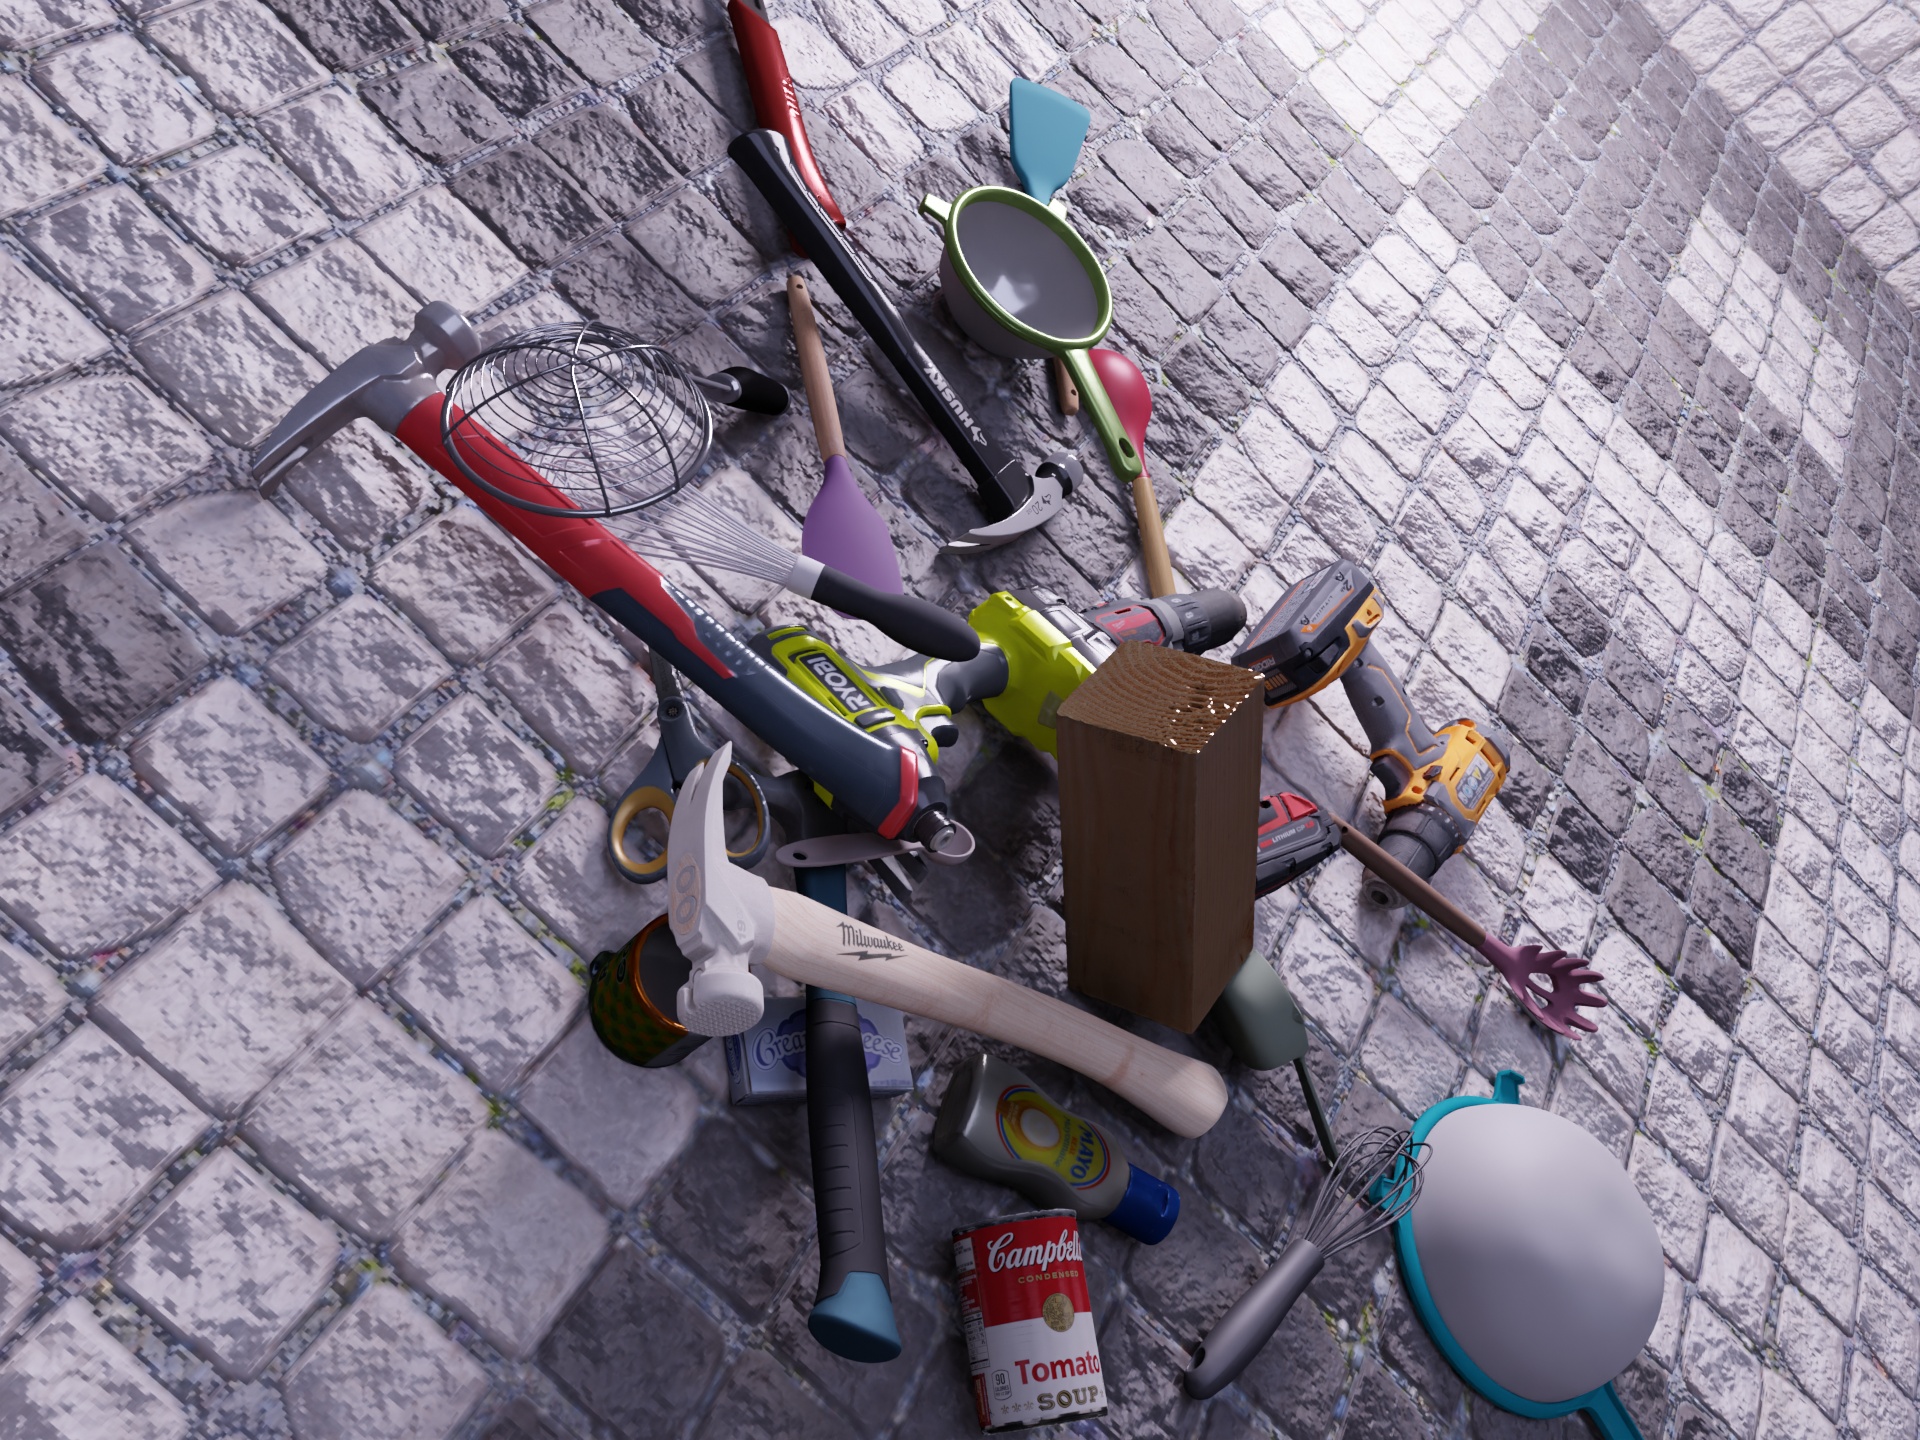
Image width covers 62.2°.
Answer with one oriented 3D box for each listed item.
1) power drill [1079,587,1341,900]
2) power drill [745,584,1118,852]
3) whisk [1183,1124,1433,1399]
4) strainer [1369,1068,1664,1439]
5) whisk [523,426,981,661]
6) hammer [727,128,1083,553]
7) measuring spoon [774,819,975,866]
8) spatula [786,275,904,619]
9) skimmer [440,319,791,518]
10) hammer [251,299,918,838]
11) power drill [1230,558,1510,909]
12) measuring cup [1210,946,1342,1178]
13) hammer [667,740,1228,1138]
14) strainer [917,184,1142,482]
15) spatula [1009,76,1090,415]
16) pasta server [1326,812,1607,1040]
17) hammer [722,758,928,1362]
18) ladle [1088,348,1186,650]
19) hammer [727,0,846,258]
[{"bbox_3d":[0.165,0.011,1.092,0.188,0.080,0.227,-18,72,-35],"label":"power drill"},{"bbox_3d":[-0.002,-0.003,0.957,0.223,0.080,0.171,-16,49,-41],"label":"power drill"},{"bbox_3d":[0.211,0.323,0.958,0.239,0.055,0.055,-34,86,-35],"label":"whisk"},{"bbox_3d":[0.425,0.398,1.041,0.211,0.095,0.340,-19,75,-41],"label":"strainer"},{"bbox_3d":[-0.120,-0.095,0.921,0.284,0.070,0.070,23,51,-2],"label":"whisk"},{"bbox_3d":[-0.049,-0.264,1.106,0.334,0.035,0.146,52,47,-10],"label":"hammer"},{"bbox_3d":[-0.048,0.075,0.891,0.124,0.018,0.034,-3,40,-31],"label":"measuring spoon"},{"bbox_3d":[-0.088,-0.186,1.035,0.059,0.018,0.316,0,53,-18],"label":"spatula"},{"bbox_3d":[-0.163,-0.164,0.891,0.127,0.090,0.363,23,10,5],"label":"skimmer"},{"bbox_3d":[-0.186,-0.059,0.840,0.386,0.038,0.143,39,67,4],"label":"hammer"},{"bbox_3d":[0.304,0.015,1.195,0.226,0.084,0.185,49,55,-8],"label":"power drill"},{"bbox_3d":[0.201,0.227,1.016,0.038,0.083,0.167,-24,98,-10],"label":"measuring cup"},{"bbox_3d":[0.012,0.146,0.865,0.410,0.038,0.146,29,39,-39],"label":"hammer"},{"bbox_3d":[0.060,-0.280,1.199,0.151,0.069,0.256,-15,75,-41],"label":"strainer"},{"bbox_3d":[0.078,-0.383,1.290,0.082,0.044,0.318,12,59,-30],"label":"spatula"},{"bbox_3d":[0.365,0.147,1.151,0.316,0.040,0.060,35,73,-29],"label":"pasta server"},{"bbox_3d":[-0.067,0.162,0.826,0.128,0.033,0.331,15,44,-26],"label":"hammer"},{"bbox_3d":[0.141,-0.160,1.217,0.069,0.031,0.316,7,62,-32],"label":"ladle"},{"bbox_3d":[-0.158,-0.503,1.197,0.149,0.036,0.359,1,63,-35],"label":"hammer"}]
